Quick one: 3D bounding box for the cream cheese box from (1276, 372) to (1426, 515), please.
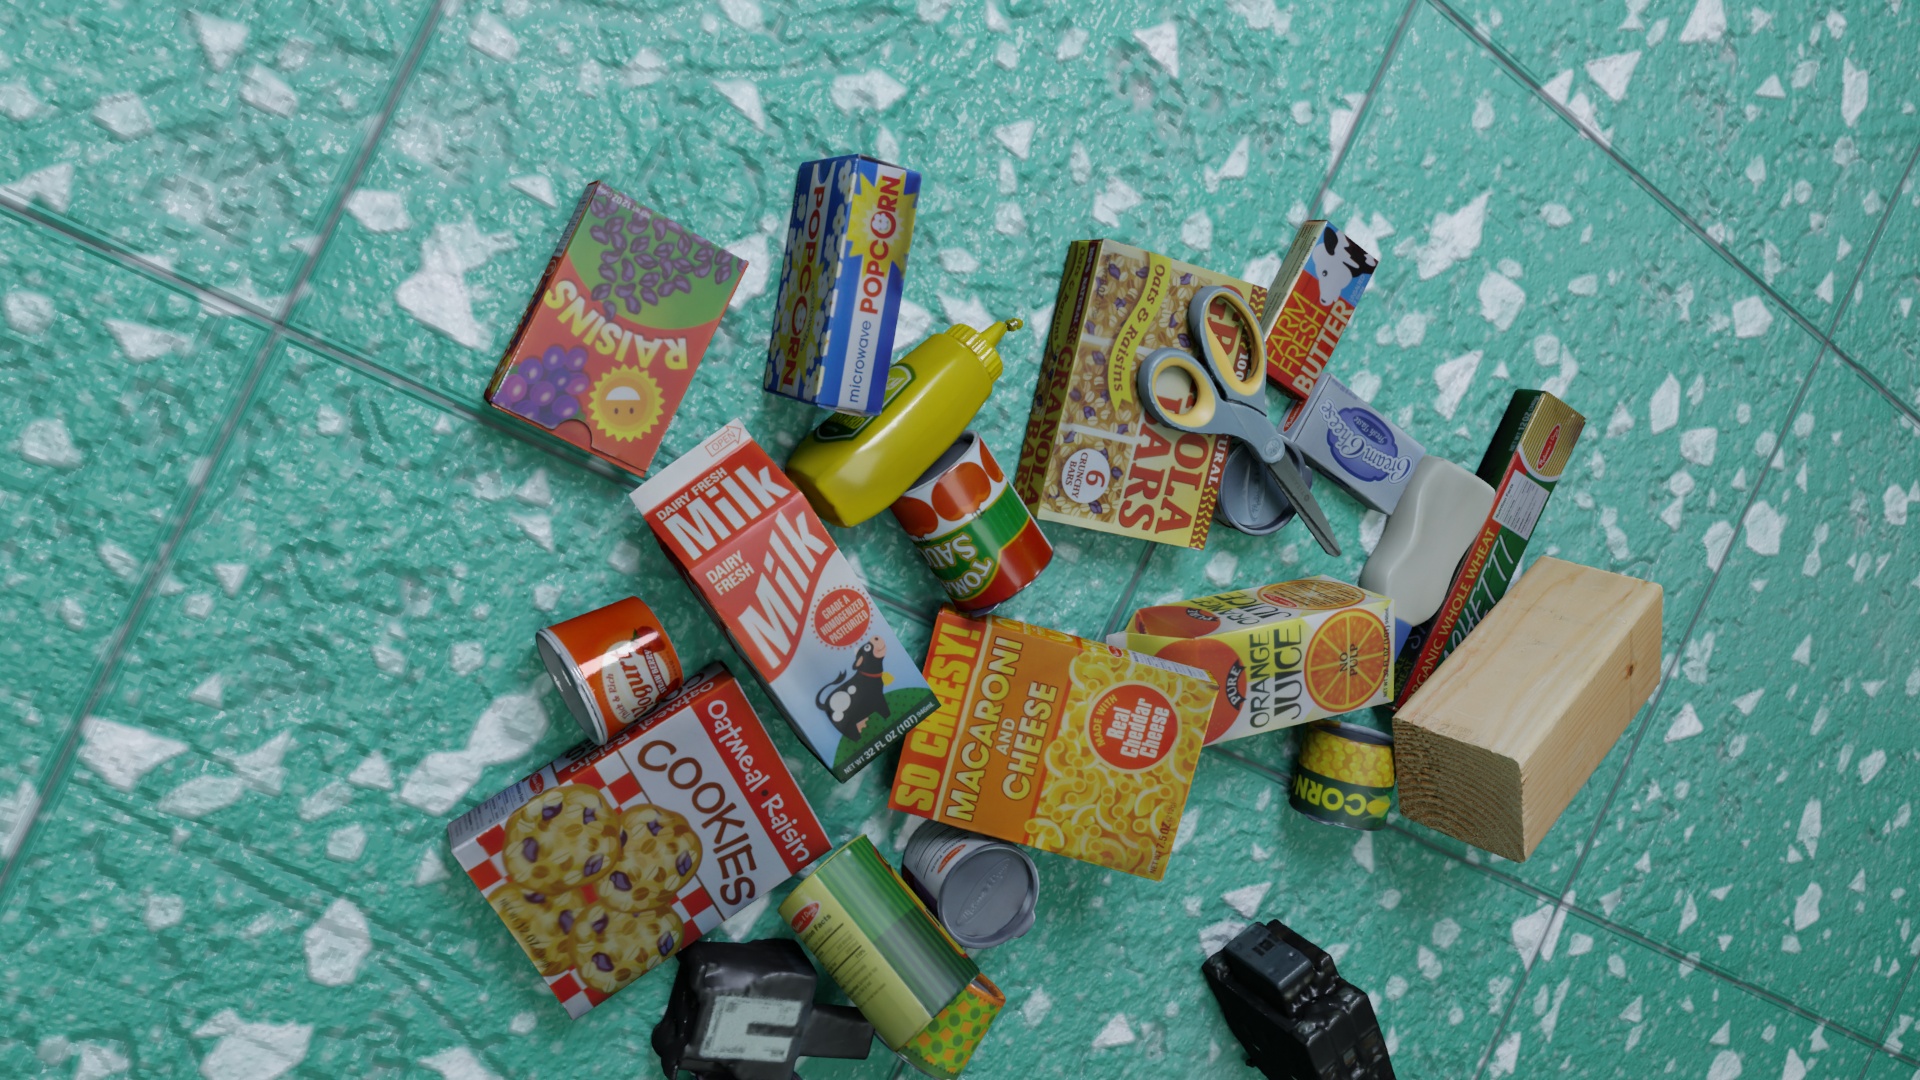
[{"bbox_3d":[0.259,-0.064,0.921,0.104,0.024,0.053,31,87,-27],"label":"cream cheese box"}]

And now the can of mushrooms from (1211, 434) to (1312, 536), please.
[{"bbox_3d":[0.187,-0.038,0.888,0.071,0.033,0.071,-5,102,-24],"label":"can of mushrooms"}]

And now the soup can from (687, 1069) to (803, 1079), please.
[{"bbox_3d":[-0.134,0.349,0.802,0.071,0.071,0.083,14,95,-27],"label":"soup can"}]

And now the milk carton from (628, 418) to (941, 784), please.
[{"bbox_3d":[-0.096,0.031,0.748,0.072,0.073,0.190,-38,113,-13],"label":"milk carton"}]

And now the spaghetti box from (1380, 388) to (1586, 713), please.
[{"bbox_3d":[0.366,0.014,0.983,0.050,0.029,0.250,27,89,-27],"label":"spaghetti box"}]

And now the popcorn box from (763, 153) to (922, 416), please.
[{"bbox_3d":[-0.063,-0.132,0.724,0.038,0.085,0.126,7,97,-27],"label":"popcorn box"}]

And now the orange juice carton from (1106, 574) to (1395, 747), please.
[{"bbox_3d":[0.177,0.077,0.885,0.193,0.073,0.071,-9,105,-23],"label":"orange juice carton"}]

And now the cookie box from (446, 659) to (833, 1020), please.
[{"bbox_3d":[-0.171,0.161,0.760,0.168,0.040,0.122,-32,112,-15],"label":"cookie box"}]

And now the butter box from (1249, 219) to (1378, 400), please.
[{"bbox_3d":[0.220,-0.147,0.886,0.053,0.024,0.103,28,88,-26],"label":"butter box"}]

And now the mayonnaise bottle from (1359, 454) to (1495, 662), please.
[{"bbox_3d":[0.308,0.018,0.952,0.065,0.041,0.148,26,90,-23],"label":"mayonnaise bottle"}]

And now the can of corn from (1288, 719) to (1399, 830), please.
[{"bbox_3d":[0.260,0.158,0.942,0.071,0.071,0.058,8,97,-26],"label":"can of corn"}]

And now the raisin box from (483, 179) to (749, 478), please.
[{"bbox_3d":[-0.174,-0.106,0.704,0.086,0.040,0.123,27,90,-28],"label":"raisin box"}]

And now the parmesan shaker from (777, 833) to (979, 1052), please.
[{"bbox_3d":[-0.047,0.229,0.791,0.071,0.071,0.103,-40,77,-12],"label":"parmesan shaker"}]

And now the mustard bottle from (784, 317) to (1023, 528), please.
[{"bbox_3d":[-0.024,-0.075,0.769,0.161,0.065,0.048,-45,120,-17],"label":"mustard bottle"}]

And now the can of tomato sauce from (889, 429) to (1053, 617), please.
[{"bbox_3d":[0.003,-0.010,0.787,0.071,0.071,0.083,-38,110,-13],"label":"can of tomato sauce"}]

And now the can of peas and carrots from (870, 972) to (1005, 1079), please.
[{"bbox_3d":[-0.013,0.285,0.843,0.071,0.071,0.059,36,84,-26],"label":"can of peas and carrots"}]

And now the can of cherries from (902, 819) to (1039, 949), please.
[{"bbox_3d":[0.007,0.206,0.840,0.071,0.058,0.071,-5,102,-25],"label":"can of cherries"}]

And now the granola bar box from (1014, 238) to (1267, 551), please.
[{"bbox_3d":[0.108,-0.086,0.838,0.124,0.039,0.165,10,96,-27],"label":"granola bar box"}]

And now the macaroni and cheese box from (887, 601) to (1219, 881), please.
[{"bbox_3d":[0.053,0.117,0.817,0.166,0.040,0.123,15,97,0],"label":"macaroni and cheese box"}]

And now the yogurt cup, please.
[{"bbox_3d":[-0.181,0.065,0.723,0.054,0.072,0.072,-29,112,-25],"label":"yogurt cup"}]
